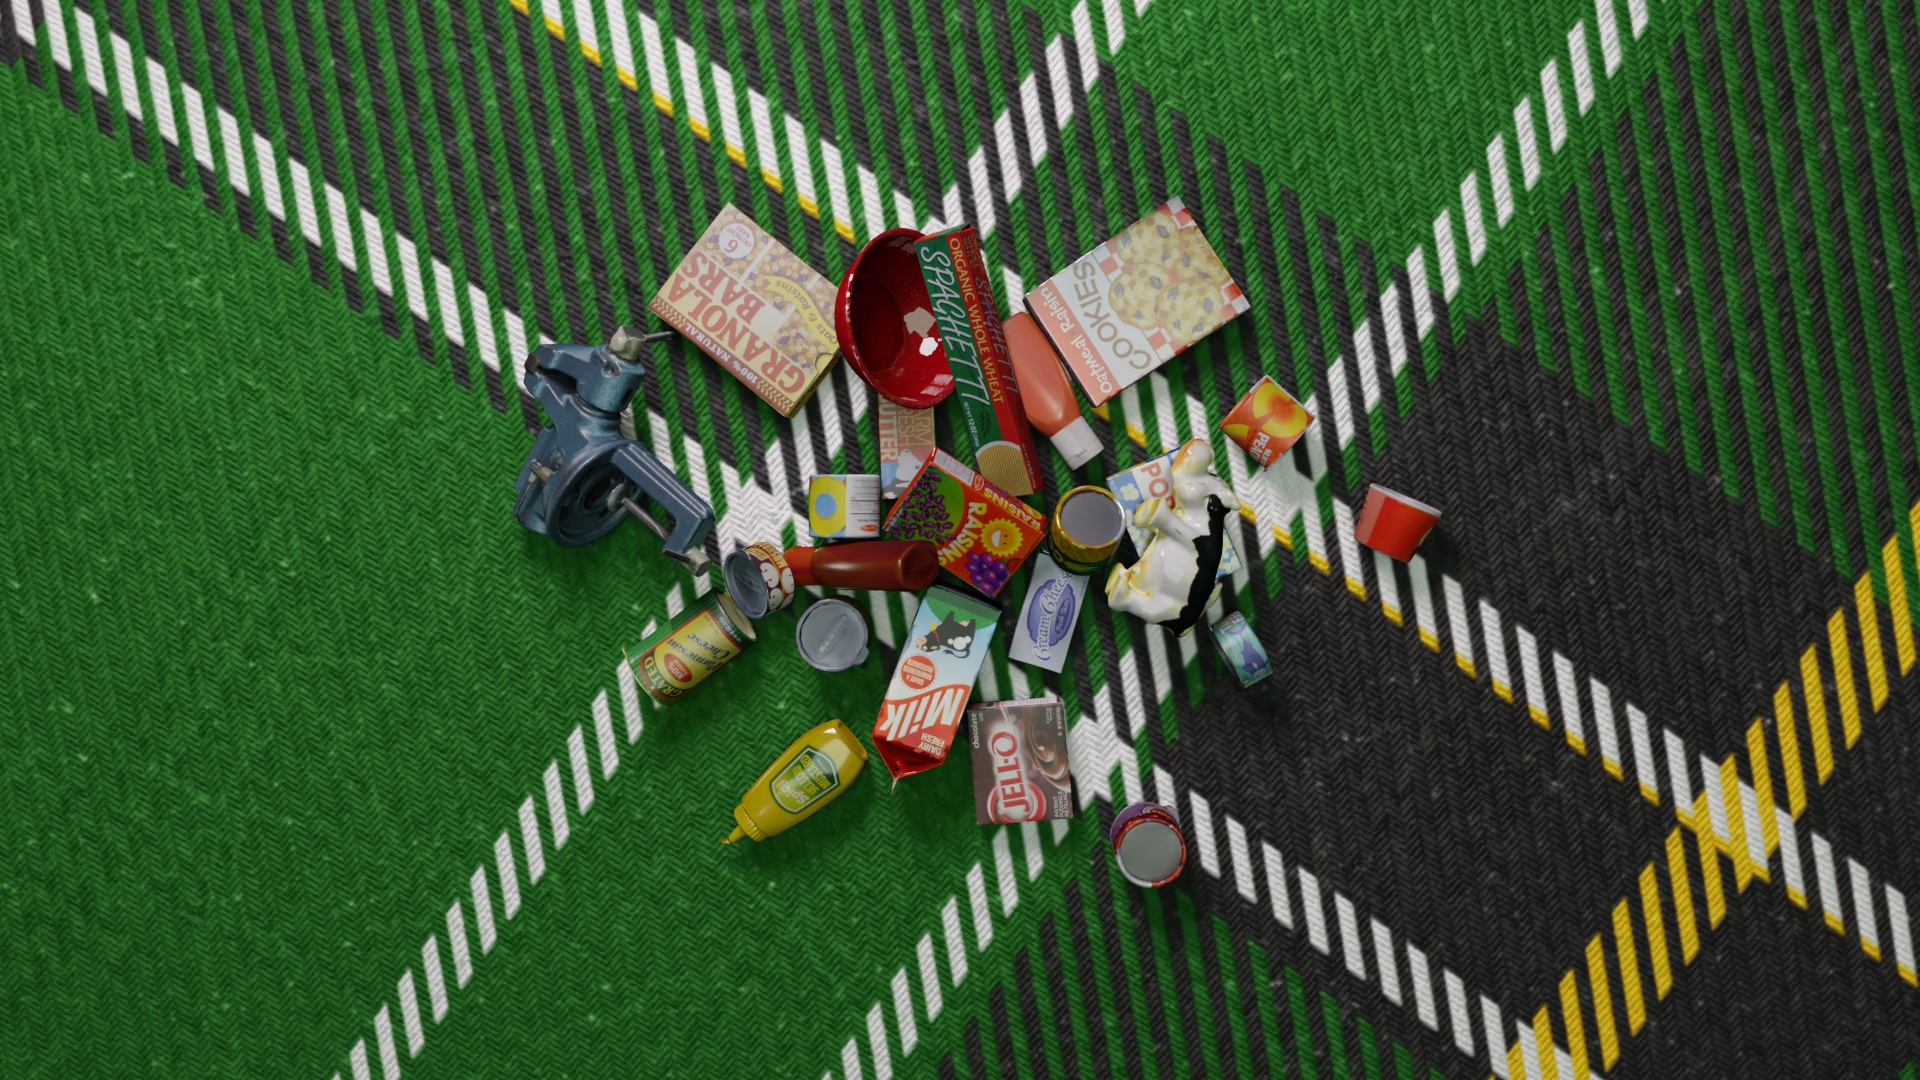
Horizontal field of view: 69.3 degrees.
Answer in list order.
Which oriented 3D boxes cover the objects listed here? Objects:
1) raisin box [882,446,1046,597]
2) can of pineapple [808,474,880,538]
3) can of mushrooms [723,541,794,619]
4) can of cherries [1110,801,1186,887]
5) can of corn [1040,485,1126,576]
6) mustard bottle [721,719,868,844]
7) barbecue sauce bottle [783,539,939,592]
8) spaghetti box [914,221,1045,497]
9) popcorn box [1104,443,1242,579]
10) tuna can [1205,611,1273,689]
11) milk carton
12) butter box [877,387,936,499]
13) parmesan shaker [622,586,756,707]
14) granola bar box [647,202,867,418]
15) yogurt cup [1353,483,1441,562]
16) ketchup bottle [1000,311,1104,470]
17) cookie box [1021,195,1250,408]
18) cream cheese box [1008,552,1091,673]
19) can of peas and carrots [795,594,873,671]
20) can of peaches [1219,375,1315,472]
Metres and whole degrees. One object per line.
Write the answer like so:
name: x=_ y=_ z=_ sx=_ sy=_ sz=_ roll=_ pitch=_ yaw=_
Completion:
raisin box: x=0.005 y=-0.016 z=1.264 sx=0.123 sy=0.040 sz=0.085 roll=32 pitch=116 yaw=-9
can of pineapple: x=-0.108 y=-0.032 z=1.278 sx=0.071 sy=0.071 sz=0.058 roll=1 pitch=92 yaw=2
can of mushrooms: x=-0.186 y=0.034 z=1.280 sx=0.033 sy=0.071 sz=0.071 roll=-25 pitch=91 yaw=-39
can of cherries: x=0.175 y=0.278 z=1.282 sx=0.071 sy=0.058 sz=0.071 roll=0 pitch=93 yaw=2
can of corn: x=0.112 y=-0.009 z=1.262 sx=0.071 sy=0.058 sz=0.071 roll=2 pitch=65 yaw=-4
mustard bottle: x=-0.161 y=0.236 z=1.296 sx=0.160 sy=0.049 sz=0.065 roll=-41 pitch=89 yaw=3
barbecue sauce bottle: x=-0.096 y=0.023 z=1.258 sx=0.148 sy=0.065 sz=0.043 roll=-1 pitch=104 yaw=33
spaghetti box: x=0.018 y=-0.158 z=1.252 sx=0.050 sy=0.029 sz=0.249 roll=-8 pitch=107 yaw=31
popcorn box: x=0.196 y=-0.016 z=1.281 sx=0.085 sy=0.038 sz=0.126 roll=-23 pitch=91 yaw=2
tuna can: x=0.254 y=0.098 z=1.269 sx=0.033 sy=0.071 sz=0.071 roll=-29 pitch=91 yaw=2
milk carton: x=-0.028 y=0.137 z=1.277 sx=0.073 sy=0.072 sz=0.190 roll=21 pitch=93 yaw=1
butter box: x=-0.049 y=-0.090 z=1.294 sx=0.053 sy=0.024 sz=0.103 roll=-3 pitch=92 yaw=2
parmesan shaker: x=-0.250 y=0.096 z=1.285 sx=0.103 sy=0.071 sz=0.071 roll=-37 pitch=91 yaw=3
granola bar box: x=-0.186 y=-0.212 z=1.287 sx=0.165 sy=0.039 sz=0.124 roll=38 pitch=93 yaw=1
yogurt cup: x=0.394 y=-0.015 z=1.263 sx=0.072 sy=0.072 sz=0.054 roll=23 pitch=101 yaw=1
ketchup bottle: x=0.075 y=-0.135 z=1.279 sx=0.064 sy=0.043 sz=0.149 roll=-35 pitch=91 yaw=11
cookie box: x=0.160 y=-0.217 z=1.276 sx=0.167 sy=0.040 sz=0.123 roll=-33 pitch=90 yaw=2
cream cheese box: x=0.083 y=0.067 z=1.295 sx=0.053 sy=0.024 sz=0.103 roll=16 pitch=92 yaw=3
can of peas and carrots: x=-0.113 y=0.086 z=1.285 sx=0.071 sy=0.059 sz=0.071 roll=0 pitch=93 yaw=2
can of peaches: x=0.276 y=-0.106 z=1.261 sx=0.058 sy=0.071 sz=0.071 roll=42 pitch=93 yaw=1
